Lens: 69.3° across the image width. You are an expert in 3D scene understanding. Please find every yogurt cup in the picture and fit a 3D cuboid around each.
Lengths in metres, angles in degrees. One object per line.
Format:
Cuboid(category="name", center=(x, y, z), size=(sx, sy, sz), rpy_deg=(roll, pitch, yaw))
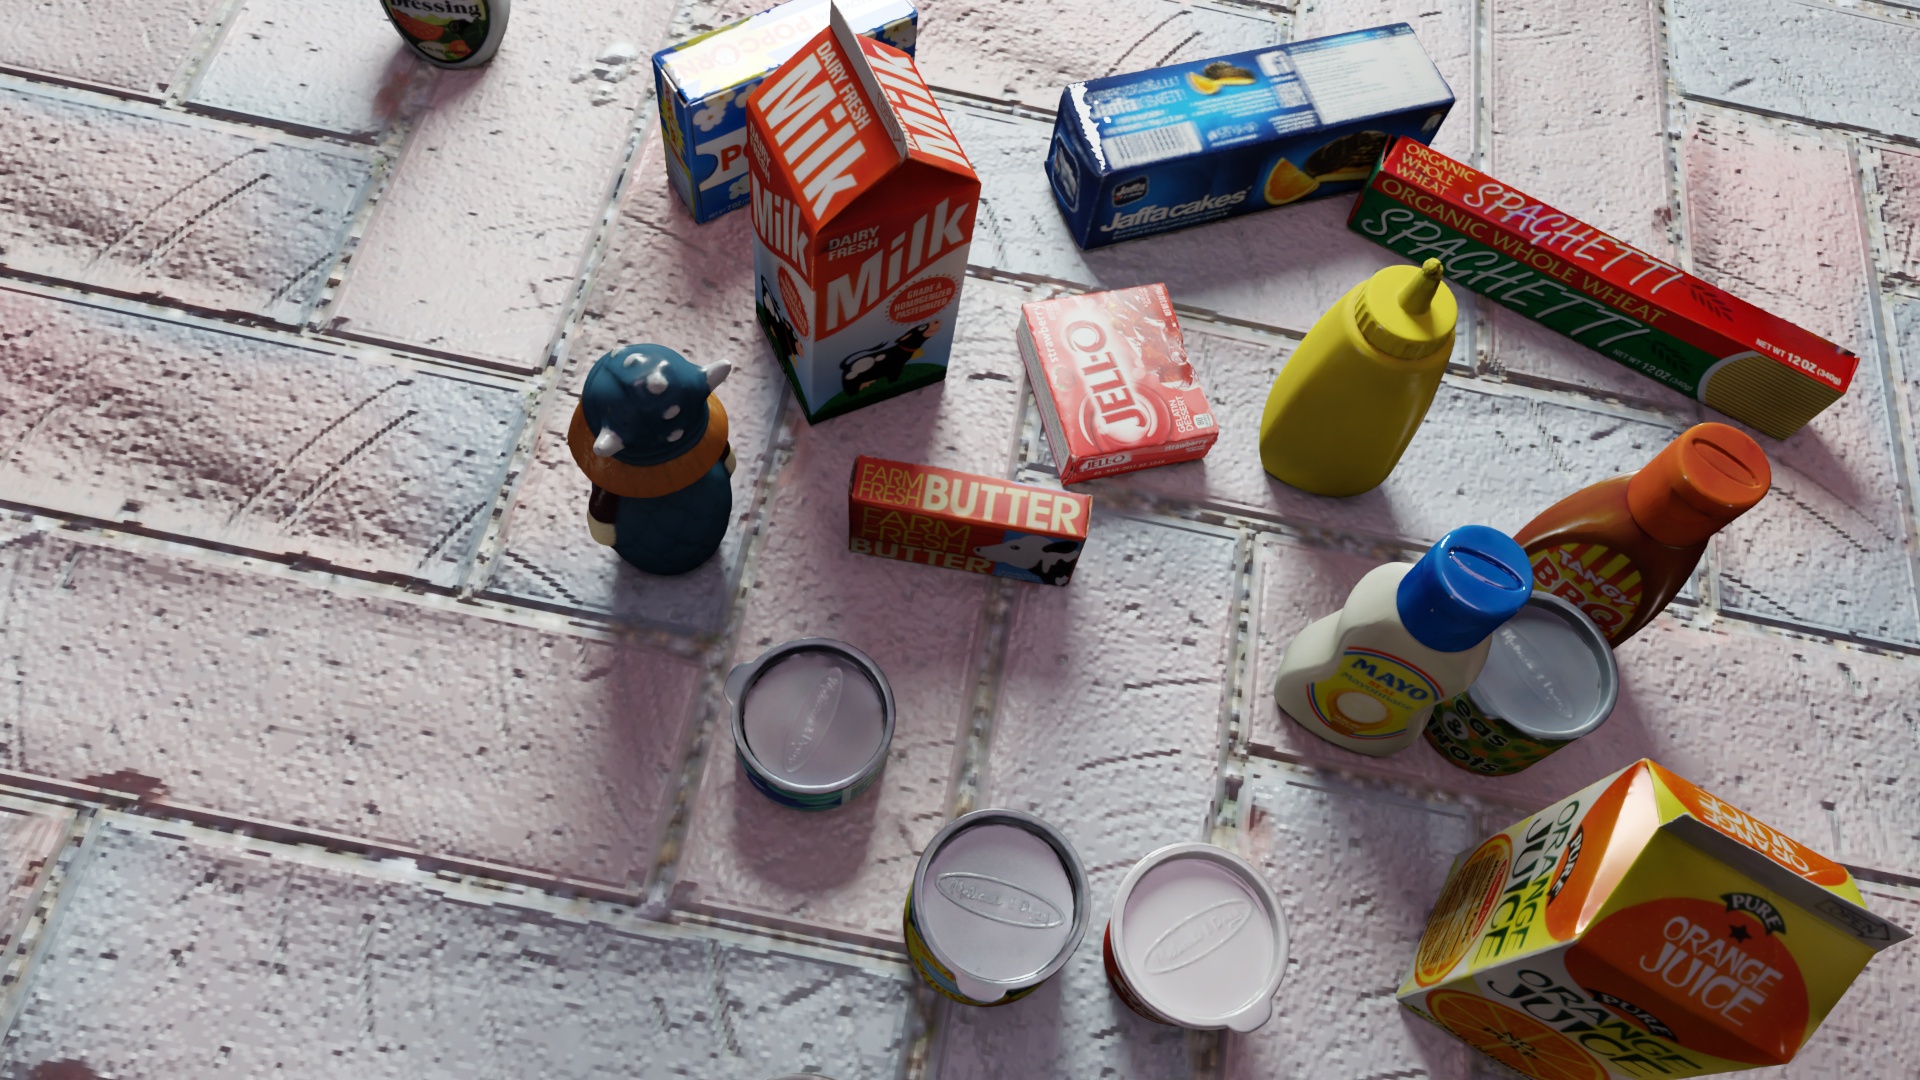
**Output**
Cuboid(category="yogurt cup", center=(0.087, 0.156, 0.537), size=(0.072, 0.053, 0.072), rpy_deg=(3, 64, -5))

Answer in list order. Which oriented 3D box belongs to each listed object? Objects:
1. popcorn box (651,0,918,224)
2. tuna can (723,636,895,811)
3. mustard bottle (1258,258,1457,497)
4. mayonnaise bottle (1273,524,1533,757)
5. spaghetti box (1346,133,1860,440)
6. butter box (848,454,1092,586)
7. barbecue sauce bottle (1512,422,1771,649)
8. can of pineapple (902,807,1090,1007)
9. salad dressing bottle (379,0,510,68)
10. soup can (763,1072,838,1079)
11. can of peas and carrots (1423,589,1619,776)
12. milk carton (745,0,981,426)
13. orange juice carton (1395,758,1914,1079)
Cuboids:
Cuboid(category="popcorn box", center=(-0.084, -0.217, 0.679), size=(0.127, 0.085, 0.038), rpy_deg=(-29, 71, -18))
Cuboid(category="tuna can", center=(-0.063, 0.075, 0.570), size=(0.071, 0.032, 0.071), rpy_deg=(3, 64, -5))
Cuboid(category="mustard bottle", center=(0.177, -0.074, 0.599), size=(0.065, 0.159, 0.049), rpy_deg=(19, 64, 3))
Cuboid(category="mayonnaise bottle", center=(0.175, 0.041, 0.550), size=(0.065, 0.147, 0.041), rpy_deg=(28, 65, 7))
Cuboid(category="spaghetti box", center=(0.318, -0.128, 0.703), size=(0.250, 0.050, 0.029), rpy_deg=(29, 65, 7))
Cuboid(category="butter box", center=(0.002, -0.008, 0.606), size=(0.103, 0.053, 0.024), rpy_deg=(10, 64, -2))
Cuboid(category="barbecue sauce bottle", center=(0.276, 0.002, 0.580), size=(0.065, 0.148, 0.044), rpy_deg=(39, 67, 12))
Cuboid(category="can of pineapple", center=(0.011, 0.143, 0.532), size=(0.071, 0.057, 0.071), rpy_deg=(3, 64, -5))
Cuboid(category="salad dressing bottle", center=(-0.255, -0.293, 0.661), size=(0.064, 0.147, 0.044), rpy_deg=(6, 64, -3))
Cuboid(category="soup can", center=(-0.056, 0.222, 0.472), size=(0.071, 0.083, 0.071), rpy_deg=(3, 64, -5))
Cuboid(category="can of peas and carrots", center=(0.234, 0.064, 0.596), size=(0.071, 0.058, 0.071), rpy_deg=(3, 64, -5))
Cuboid(category="milk carton", center=(-0.043, -0.133, 0.585), size=(0.073, 0.189, 0.072), rpy_deg=(-21, 69, -16))
Cuboid(category="orange juice carton", center=(0.232, 0.137, 0.486), size=(0.072, 0.191, 0.073), rpy_deg=(30, 65, 8))
